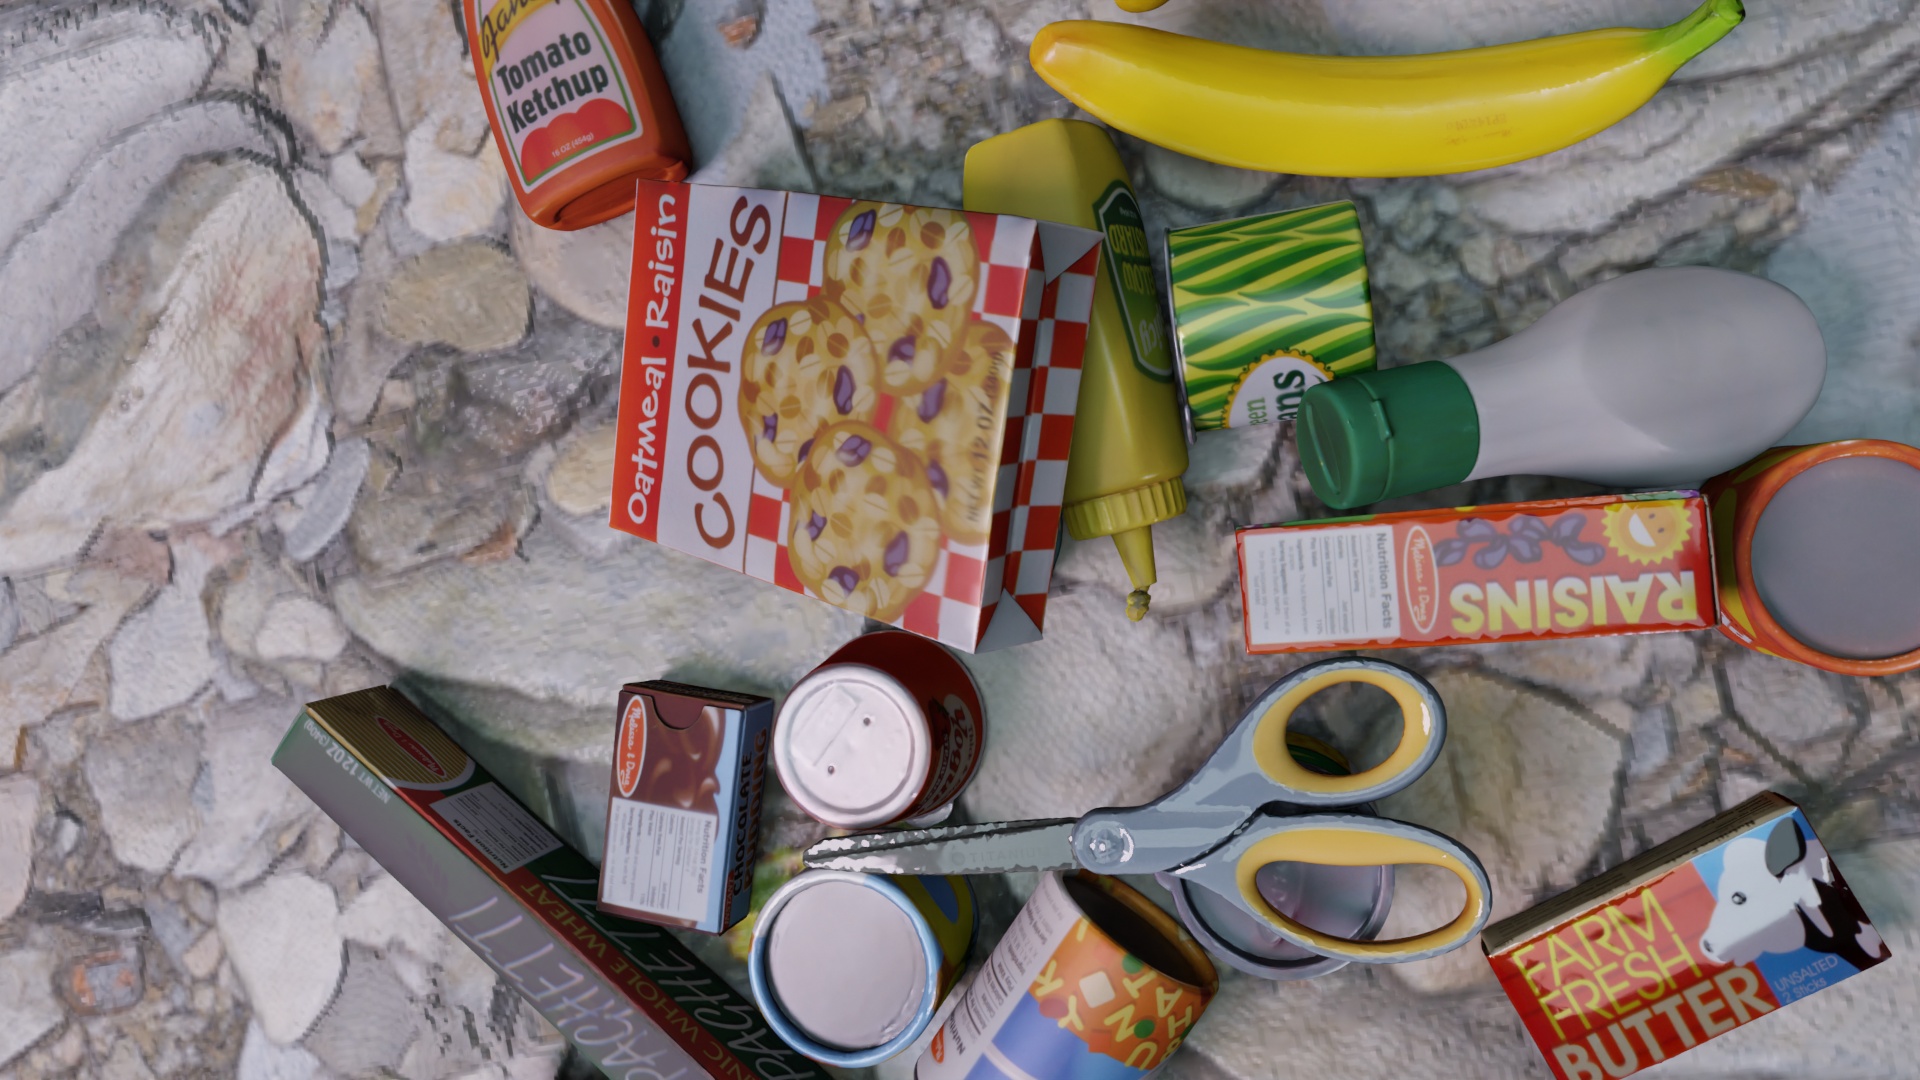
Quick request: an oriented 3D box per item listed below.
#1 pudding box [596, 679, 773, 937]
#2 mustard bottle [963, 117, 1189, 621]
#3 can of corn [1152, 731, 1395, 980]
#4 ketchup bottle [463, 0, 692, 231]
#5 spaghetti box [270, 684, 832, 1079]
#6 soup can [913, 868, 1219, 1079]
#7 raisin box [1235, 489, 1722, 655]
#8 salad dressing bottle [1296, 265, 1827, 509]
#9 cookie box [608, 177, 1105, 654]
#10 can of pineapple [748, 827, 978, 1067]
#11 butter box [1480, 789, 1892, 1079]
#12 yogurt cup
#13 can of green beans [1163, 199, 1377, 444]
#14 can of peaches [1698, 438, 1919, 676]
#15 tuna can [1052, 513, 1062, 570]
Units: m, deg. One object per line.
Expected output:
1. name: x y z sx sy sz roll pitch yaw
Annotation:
1. pudding box: -0.099 0.095 0.501 0.050 0.030 0.083 7 92 14
2. mustard bottle: 0.044 -0.053 0.451 0.048 0.065 0.160 -13 92 27
3. can of corn: 0.099 0.097 0.440 0.071 0.058 0.071 0 91 13
4. ketchup bottle: -0.150 -0.191 0.503 0.064 0.043 0.149 -22 85 13
5. spaghetti box: -0.141 0.143 0.501 0.250 0.050 0.028 38 101 10
6. soup can: 0.037 0.159 0.452 0.071 0.071 0.083 35 98 10
7. raisin box: 0.147 0.011 0.414 0.123 0.086 0.040 -4 86 13
8. salad dressing bottle: 0.172 -0.041 0.401 0.148 0.044 0.064 -11 77 -11
9. cookie box: -0.041 -0.047 0.443 0.167 0.040 0.122 16 103 36
10. can of pineapple: -0.031 0.138 0.471 0.071 0.058 0.071 0 91 13
11. butter box: 0.220 0.125 0.430 0.103 0.024 0.053 -31 83 11
12. yogurt cup: -0.029 0.066 0.472 0.072 0.054 0.072 0 90 13
13. can of green beans: 0.097 -0.069 0.435 0.058 0.071 0.071 -7 89 13
14. can of peaches: 0.250 0.005 0.404 0.071 0.058 0.071 0 91 13
15. tuna can: 0.002 -0.006 0.475 0.071 0.033 0.071 0 91 13
